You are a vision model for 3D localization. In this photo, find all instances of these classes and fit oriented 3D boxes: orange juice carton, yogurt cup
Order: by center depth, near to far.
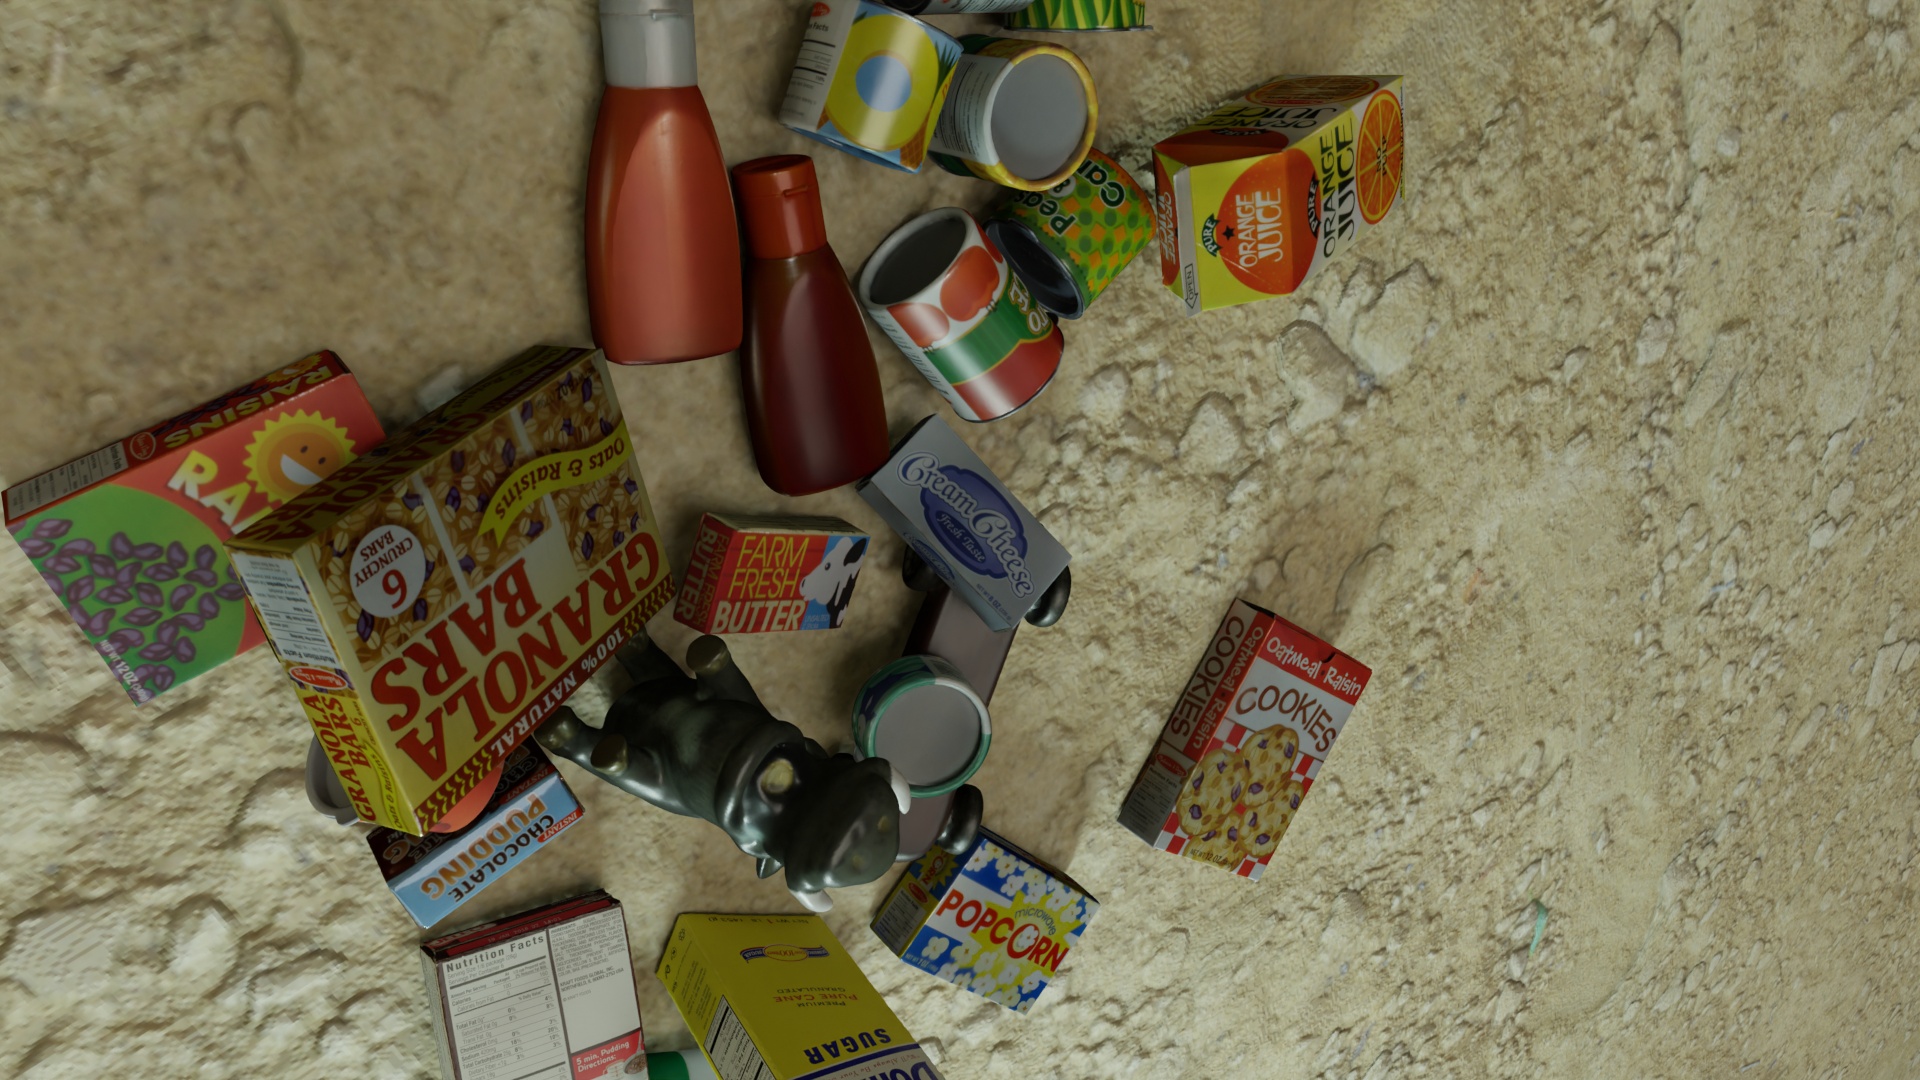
[{"bbox_3d":[-0.230,0.090,0.583,0.072,0.072,0.054,-56,138,-3],"label":"yogurt cup"},{"bbox_3d":[0.157,-0.179,0.705,0.194,0.073,0.071,-38,130,-42],"label":"orange juice carton"}]

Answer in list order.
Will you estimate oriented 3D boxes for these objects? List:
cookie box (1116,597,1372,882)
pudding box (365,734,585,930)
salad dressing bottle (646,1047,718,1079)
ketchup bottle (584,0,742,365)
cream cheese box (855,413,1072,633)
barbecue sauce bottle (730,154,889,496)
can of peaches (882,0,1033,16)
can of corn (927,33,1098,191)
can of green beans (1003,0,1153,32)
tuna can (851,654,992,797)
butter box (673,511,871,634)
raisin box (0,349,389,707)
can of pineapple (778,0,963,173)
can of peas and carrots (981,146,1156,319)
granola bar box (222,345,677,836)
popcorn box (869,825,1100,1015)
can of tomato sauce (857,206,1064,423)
[{"bbox_3d":[0.192,0.135,0.921,0.123,0.040,0.167,27,92,-40],"label":"cookie box"},{"bbox_3d":[-0.215,0.127,0.618,0.084,0.050,0.030,-35,124,-19],"label":"pudding box"},{"bbox_3d":[-0.122,0.295,0.759,0.148,0.044,0.064,9,104,-35],"label":"salad dressing bottle"},{"bbox_3d":[-0.124,-0.149,0.571,0.065,0.043,0.148,-14,116,-32],"label":"ketchup bottle"},{"bbox_3d":[0.002,-0.009,0.693,0.103,0.024,0.053,46,66,-9],"label":"cream cheese box"},{"bbox_3d":[-0.072,-0.097,0.631,0.065,0.044,0.147,-23,120,-28],"label":"barbecue sauce bottle"},{"bbox_3d":[-0.001,-0.263,0.599,0.058,0.071,0.071,-14,117,-31],"label":"can of peaches"},{"bbox_3d":[0.024,-0.200,0.647,0.071,0.058,0.071,-15,117,-30],"label":"can of corn"},{"bbox_3d":[0.053,-0.264,0.636,0.071,0.071,0.057,-14,117,-31],"label":"can of green beans"},{"bbox_3d":[-0.021,0.095,0.699,0.071,0.033,0.071,-5,105,-17],"label":"tuna can"},{"bbox_3d":[-0.088,0.016,0.659,0.103,0.024,0.053,2,109,-58],"label":"butter box"},{"bbox_3d":[-0.274,-0.006,0.526,0.124,0.040,0.085,-31,124,-21],"label":"raisin box"},{"bbox_3d":[-0.037,-0.196,0.599,0.071,0.071,0.057,12,103,-38],"label":"can of pineapple"},{"bbox_3d":[0.053,-0.154,0.682,0.059,0.071,0.070,-47,129,-11],"label":"can of peas and carrots"},{"bbox_3d":[-0.188,0.013,0.546,0.166,0.039,0.123,-51,138,-49],"label":"granola bar box"},{"bbox_3d":[0.017,0.225,0.834,0.126,0.038,0.085,38,84,-40],"label":"popcorn box"},{"bbox_3d":[0.002,-0.109,0.664,0.071,0.071,0.083,-50,129,-8],"label":"can of tomato sauce"}]
